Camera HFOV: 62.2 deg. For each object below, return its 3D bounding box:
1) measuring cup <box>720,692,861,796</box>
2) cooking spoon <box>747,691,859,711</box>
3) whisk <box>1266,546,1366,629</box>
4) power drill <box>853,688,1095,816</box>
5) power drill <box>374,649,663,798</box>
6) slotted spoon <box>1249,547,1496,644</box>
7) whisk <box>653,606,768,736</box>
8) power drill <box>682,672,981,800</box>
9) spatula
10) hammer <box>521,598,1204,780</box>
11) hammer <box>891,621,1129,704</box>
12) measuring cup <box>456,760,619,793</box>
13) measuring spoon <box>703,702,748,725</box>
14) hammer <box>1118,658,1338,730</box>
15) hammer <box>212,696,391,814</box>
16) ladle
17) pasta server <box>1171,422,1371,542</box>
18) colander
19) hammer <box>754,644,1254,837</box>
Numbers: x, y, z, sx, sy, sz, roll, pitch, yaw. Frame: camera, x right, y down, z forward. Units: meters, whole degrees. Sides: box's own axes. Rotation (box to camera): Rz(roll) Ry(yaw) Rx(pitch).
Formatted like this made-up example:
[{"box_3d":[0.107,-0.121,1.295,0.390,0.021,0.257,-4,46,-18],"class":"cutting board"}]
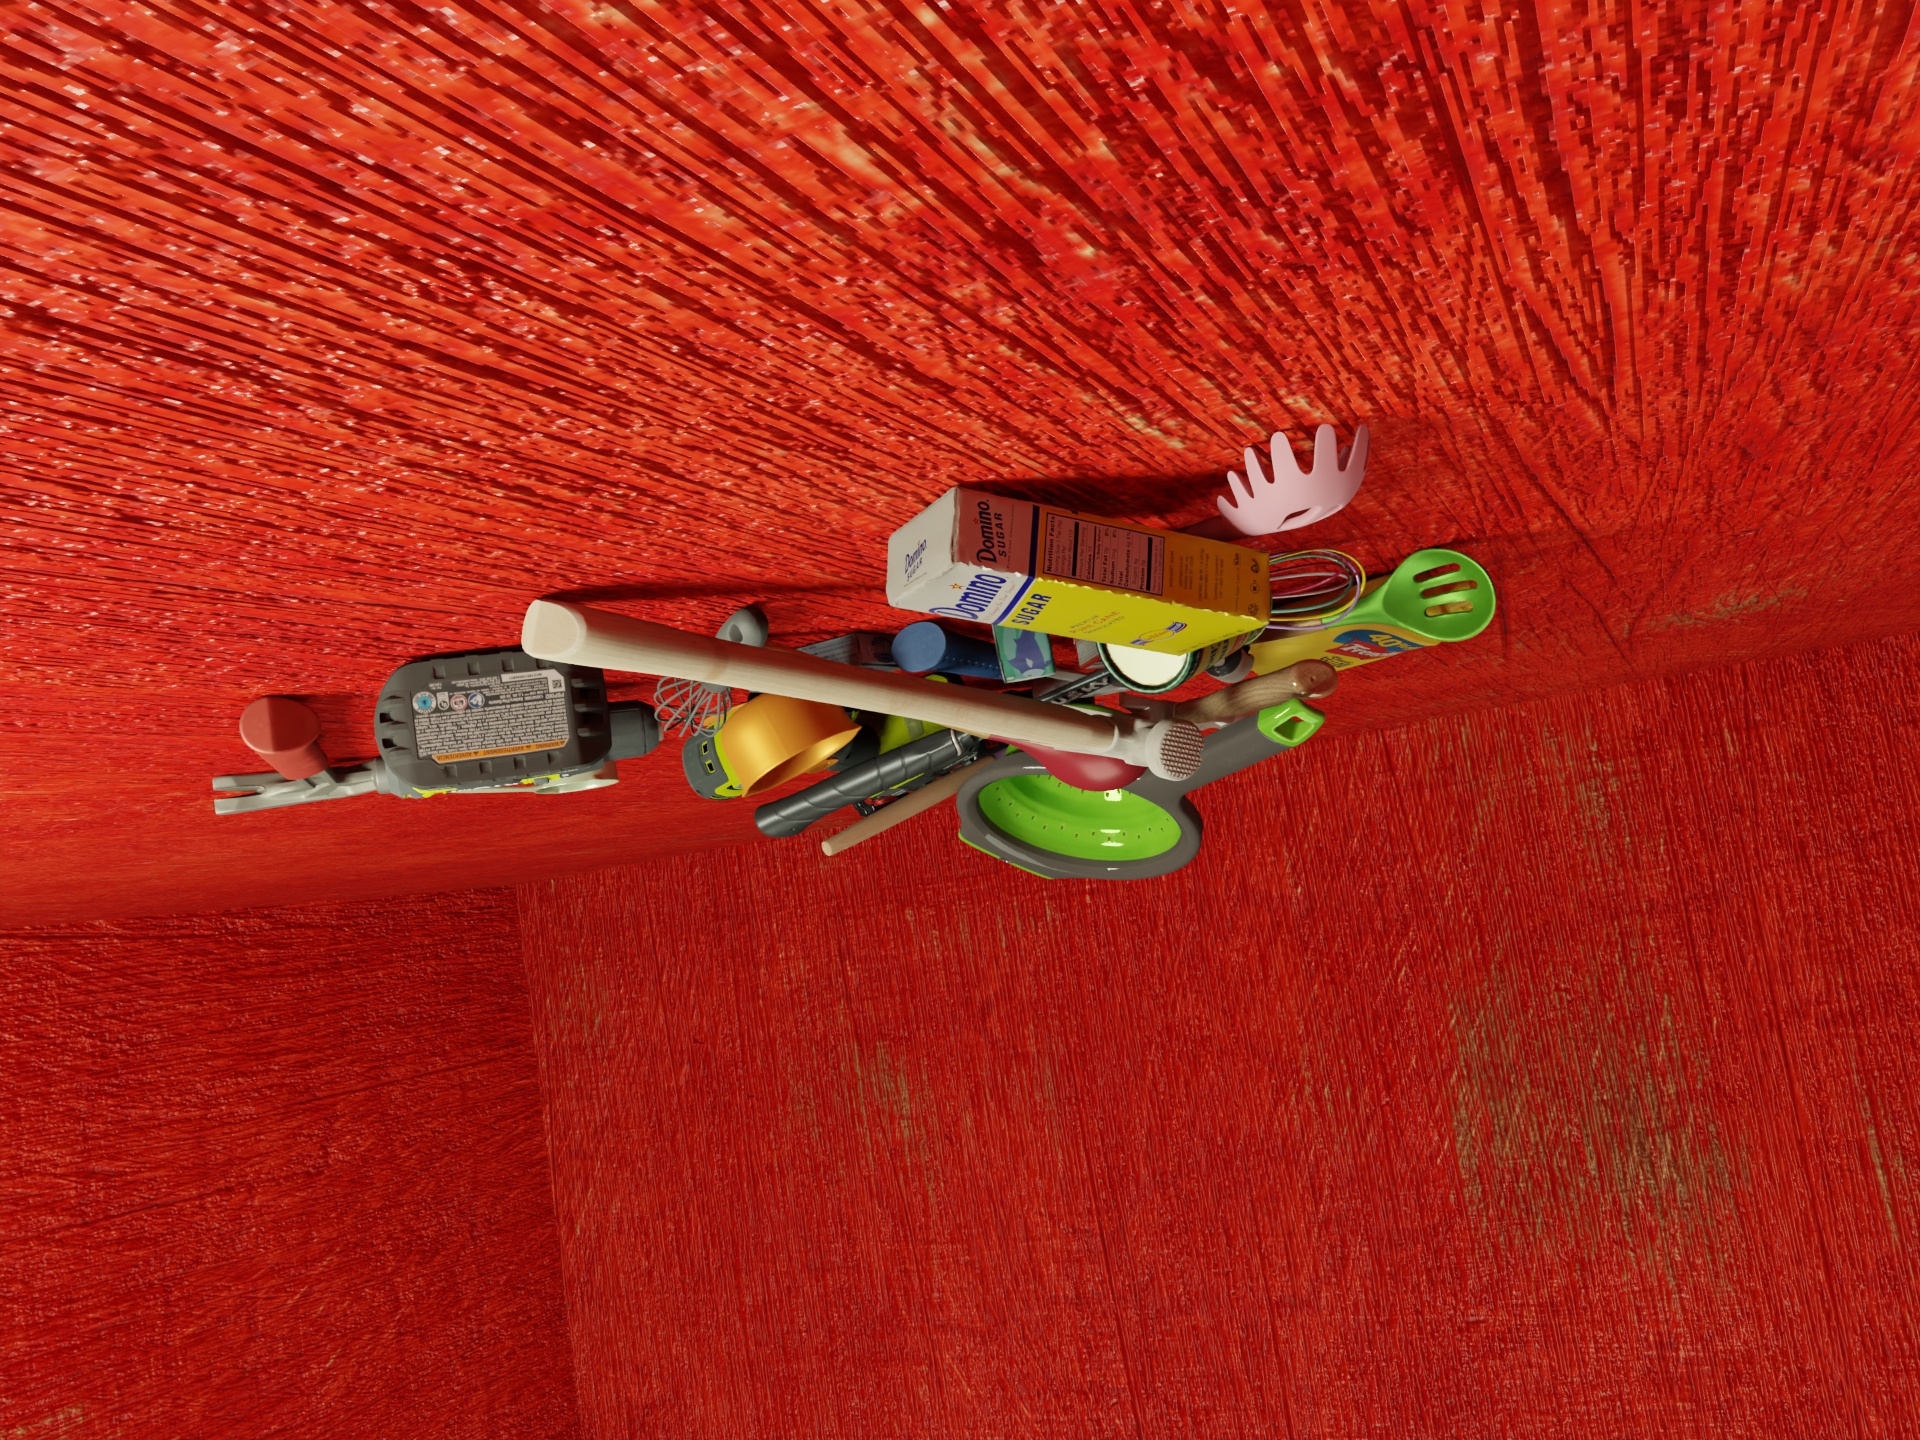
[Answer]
[{"box_3d":[-0.117,0.010,1.134,0.095,0.052,0.173,-31,175,2],"class":"measuring cup"},{"box_3d":[-0.116,-0.008,1.414,0.069,0.017,0.318,-14,173,17],"class":"cooking spoon"},{"box_3d":[0.142,-0.084,1.040,0.245,0.051,0.047,-5,153,2],"class":"whisk"},{"box_3d":[0.006,0.019,1.553,0.188,0.080,0.227,-18,178,-40],"class":"power drill"},{"box_3d":[-0.290,0.007,1.058,0.190,0.080,0.228,-7,176,-14],"class":"power drill"},{"box_3d":[0.248,-0.074,1.187,0.314,0.070,0.031,-10,-163,38],"class":"slotted spoon"},{"box_3d":[-0.161,-0.033,1.040,0.055,0.055,0.239,-6,168,-22],"class":"whisk"},{"box_3d":[-0.091,0.009,1.289,0.171,0.080,0.223,-27,164,33],"class":"power drill"},{"box_3d":[0.009,0.045,1.362,0.316,0.018,0.059,-26,170,-34],"class":"spatula"},{"box_3d":[-0.057,-0.019,0.949,0.410,0.038,0.146,11,180,-30],"class":"hammer"},{"box_3d":[0.060,-0.044,1.265,0.144,0.035,0.405,-11,173,23],"class":"hammer"},{"box_3d":[-0.388,0.044,1.428,0.167,0.038,0.083,-1,170,-38],"class":"measuring cup"},{"box_3d":[-0.194,-0.004,1.370,0.021,0.011,0.117,-4,172,-35],"class":"measuring spoon"},{"box_3d":[0.217,-0.016,1.270,0.130,0.031,0.331,2,175,-10],"class":"hammer"},{"box_3d":[-0.490,0.029,1.154,0.149,0.037,0.359,-7,174,-17],"class":"hammer"},{"box_3d":[-0.002,-0.004,1.103,0.315,0.031,0.069,19,138,-22],"class":"ladle"},{"box_3d":[0.114,-0.103,0.873,0.060,0.040,0.316,-6,177,-25],"class":"pasta server"},{"box_3d":[0.146,0.025,1.263,0.204,0.095,0.397,26,150,-22],"class":"colander"},{"box_3d":[0.009,0.009,1.193,0.409,0.036,0.149,-24,158,26],"class":"hammer"}]
